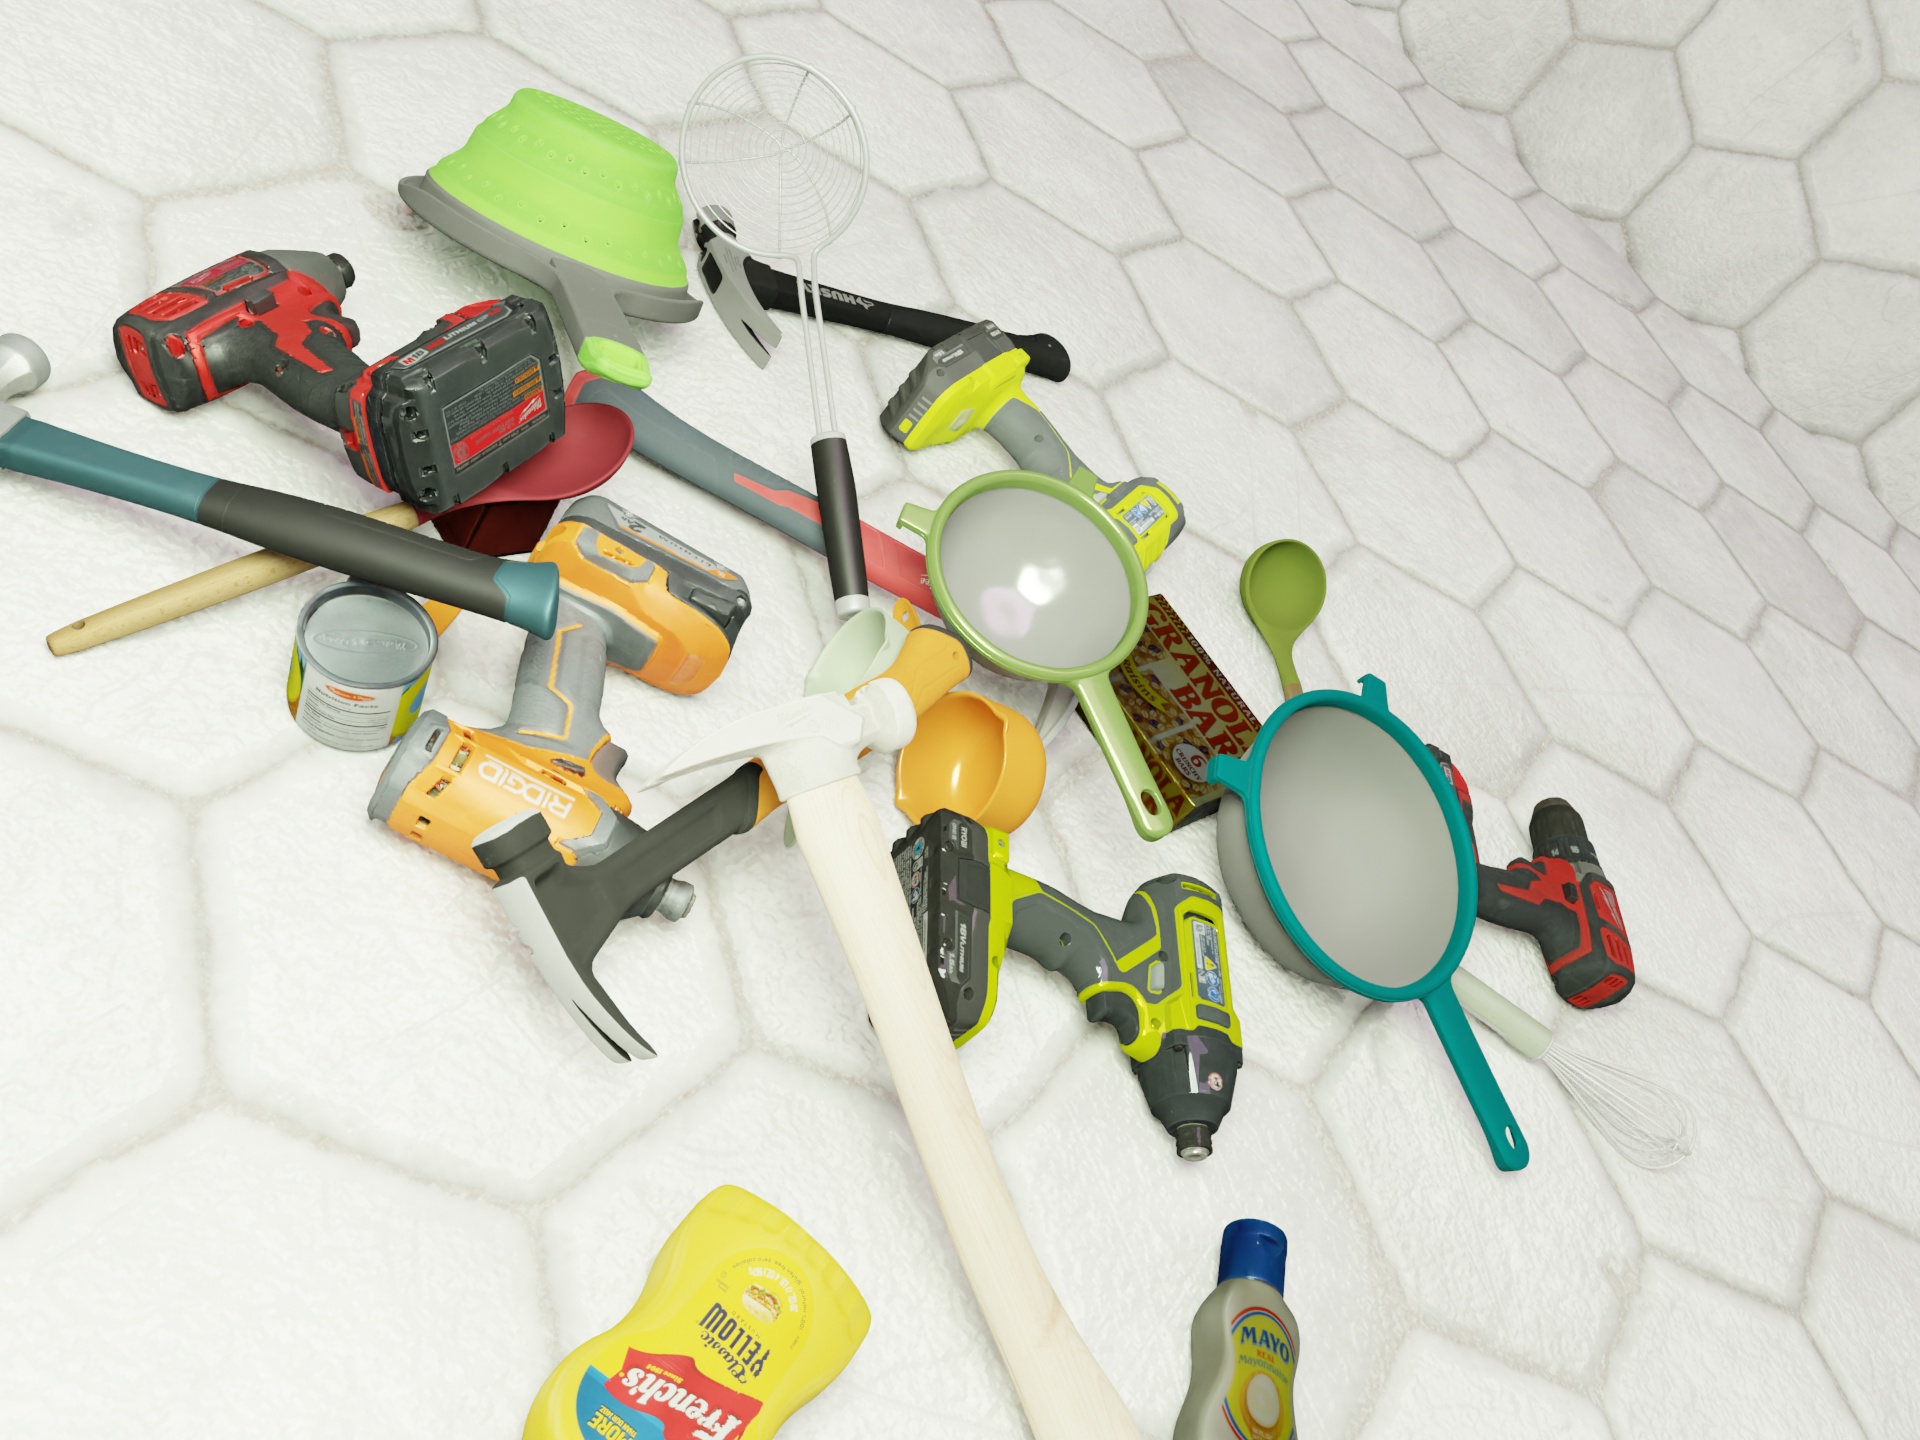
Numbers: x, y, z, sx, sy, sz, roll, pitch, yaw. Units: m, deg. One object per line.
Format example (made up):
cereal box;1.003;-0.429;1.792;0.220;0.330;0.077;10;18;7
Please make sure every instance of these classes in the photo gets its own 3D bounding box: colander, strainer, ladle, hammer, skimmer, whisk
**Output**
colander;-0.224;-0.305;0.971;0.204;0.094;0.398;16;23;-29
strainer;0.271;0.149;1.071;0.211;0.095;0.340;-24;88;-40
ladle;-0.309;-0.099;0.827;0.315;0.031;0.069;-29;55;-31
hammer;-0.093;0.037;0.833;0.337;0.034;0.127;-37;103;-46
hammer;-0.352;-0.104;0.779;0.331;0.033;0.128;17;43;0
ladle;0.268;-0.011;1.228;0.078;0.062;0.320;16;48;-23
hammer;-0.088;-0.111;1.043;0.386;0.038;0.143;28;63;-8
skimmer;-0.103;-0.245;1.017;0.090;0.127;0.363;42;38;-71
hammer;-0.048;-0.316;1.275;0.334;0.035;0.146;5;51;-35
hammer;-0.019;0.185;0.760;0.146;0.038;0.411;-18;83;-37
whisk;0.420;0.237;1.132;0.246;0.059;0.058;36;4;0
strainer;0.061;-0.034;1.003;0.151;0.069;0.256;-16;74;-29

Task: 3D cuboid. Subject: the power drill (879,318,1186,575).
power drill;0.052;-0.183;1.201;0.228;0.080;0.190;45;40;2

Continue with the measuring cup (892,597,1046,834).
measuring cup;-0.002;-0.003;0.987;0.052;0.095;0.174;21;40;-44

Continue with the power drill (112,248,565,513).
power drill;-0.329;-0.199;0.861;0.220;0.078;0.143;21;45;21

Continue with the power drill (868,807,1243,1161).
power drill;0.063;0.150;0.909;0.223;0.080;0.171;21;48;-25

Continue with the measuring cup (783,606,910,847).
measuring cup;-0.068;0.009;0.952;0.038;0.083;0.168;34;55;-29

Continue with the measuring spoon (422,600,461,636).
measuring spoon;-0.290;-0.057;0.870;0.021;0.011;0.117;36;41;-5

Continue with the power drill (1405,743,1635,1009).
power drill;0.415;0.104;1.224;0.226;0.080;0.188;27;42;-20

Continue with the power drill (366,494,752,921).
power drill;-0.190;0.000;0.848;0.164;0.084;0.227;30;45;-14
